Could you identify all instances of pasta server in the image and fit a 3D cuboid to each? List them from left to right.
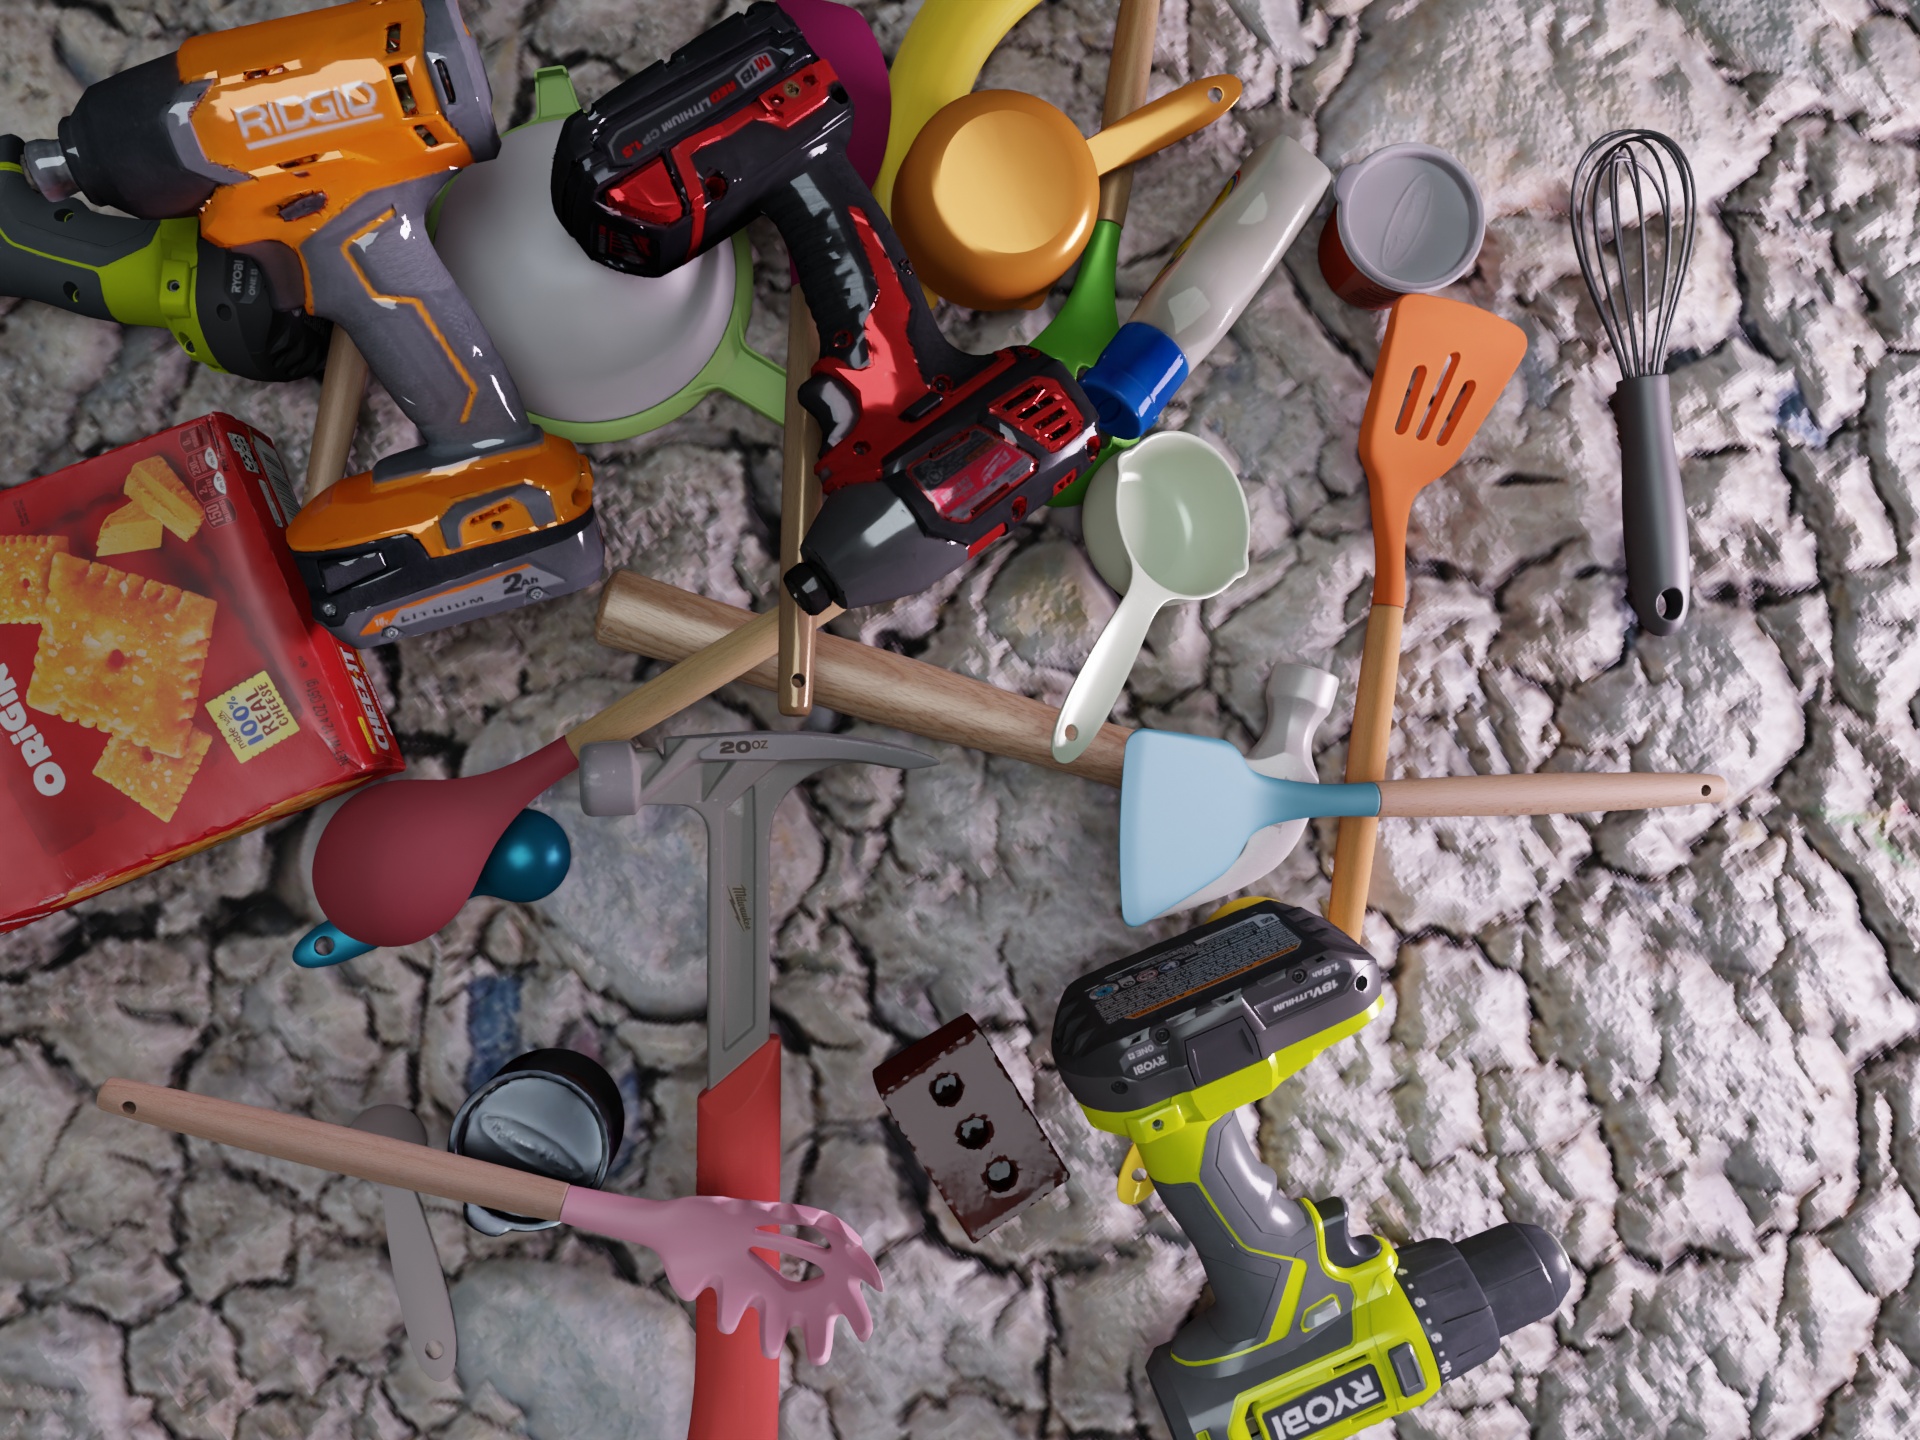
[{"bbox_3d":[-0.185,0.188,0.630,0.316,0.040,0.060,15,97,-4],"label":"pasta server"}]

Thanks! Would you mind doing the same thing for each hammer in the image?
[{"bbox_3d":[-0.085,0.184,0.679,0.149,0.037,0.359,0,94,-11],"label":"hammer"},{"bbox_3d":[-0.001,-0.002,0.717,0.331,0.031,0.130,16,86,-4],"label":"hammer"}]

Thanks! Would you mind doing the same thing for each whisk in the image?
[{"bbox_3d":[0.323,-0.159,0.746,0.055,0.055,0.239,-6,92,-5],"label":"whisk"}]

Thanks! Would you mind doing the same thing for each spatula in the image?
[{"bbox_3d":[-0.252,-0.241,0.697,0.018,0.060,0.316,13,85,-44],"label":"spatula"},{"bbox_3d":[0.198,-0.028,0.729,0.081,0.041,0.322,9,88,-27],"label":"spatula"},{"bbox_3d":[0.211,0.038,0.704,0.317,0.044,0.082,-2,97,-15],"label":"spatula"}]

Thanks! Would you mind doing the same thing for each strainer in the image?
[{"bbox_3d":[-0.122,-0.174,0.695,0.256,0.069,0.151,31,85,-1],"label":"strainer"}]

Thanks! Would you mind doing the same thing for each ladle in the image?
[{"bbox_3d":[-0.142,0.000,0.682,0.315,0.031,0.069,-31,89,-2],"label":"ladle"}]

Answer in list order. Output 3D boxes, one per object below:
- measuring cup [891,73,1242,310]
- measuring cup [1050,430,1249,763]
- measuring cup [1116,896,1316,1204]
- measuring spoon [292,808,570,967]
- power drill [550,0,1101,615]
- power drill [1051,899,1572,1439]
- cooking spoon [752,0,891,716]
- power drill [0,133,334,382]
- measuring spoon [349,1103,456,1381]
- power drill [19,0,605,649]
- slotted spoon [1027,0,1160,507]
[{"bbox_3d":[0.053,-0.245,0.689,0.173,0.052,0.095,-28,97,-4],"label":"measuring cup"},{"bbox_3d":[0.070,-0.051,0.699,0.083,0.038,0.168,37,68,-22],"label":"measuring cup"},{"bbox_3d":[0.111,0.150,0.728,0.062,0.029,0.156,28,97,-7],"label":"measuring cup"},{"bbox_3d":[-0.234,0.078,0.698,0.128,0.021,0.042,-25,90,-7],"label":"measuring spoon"},{"bbox_3d":[-0.058,-0.154,0.634,0.143,0.078,0.219,-38,95,-13],"label":"power drill"},{"bbox_3d":[0.151,0.200,0.685,0.190,0.080,0.228,-22,102,-4],"label":"power drill"},{"bbox_3d":[-0.065,-0.160,0.679,0.068,0.017,0.319,3,83,-15],"label":"cooking spoon"},{"bbox_3d":[-0.384,-0.228,0.674,0.223,0.080,0.171,4,88,-1],"label":"power drill"},{"bbox_3d":[-0.241,0.229,0.693,0.034,0.018,0.124,-14,89,-5],"label":"measuring spoon"},{"bbox_3d":[-0.240,-0.148,0.616,0.164,0.084,0.226,-16,119,-9],"label":"power drill"},{"bbox_3d":[0.069,-0.254,0.737,0.070,0.031,0.314,10,85,-10],"label":"slotted spoon"}]
